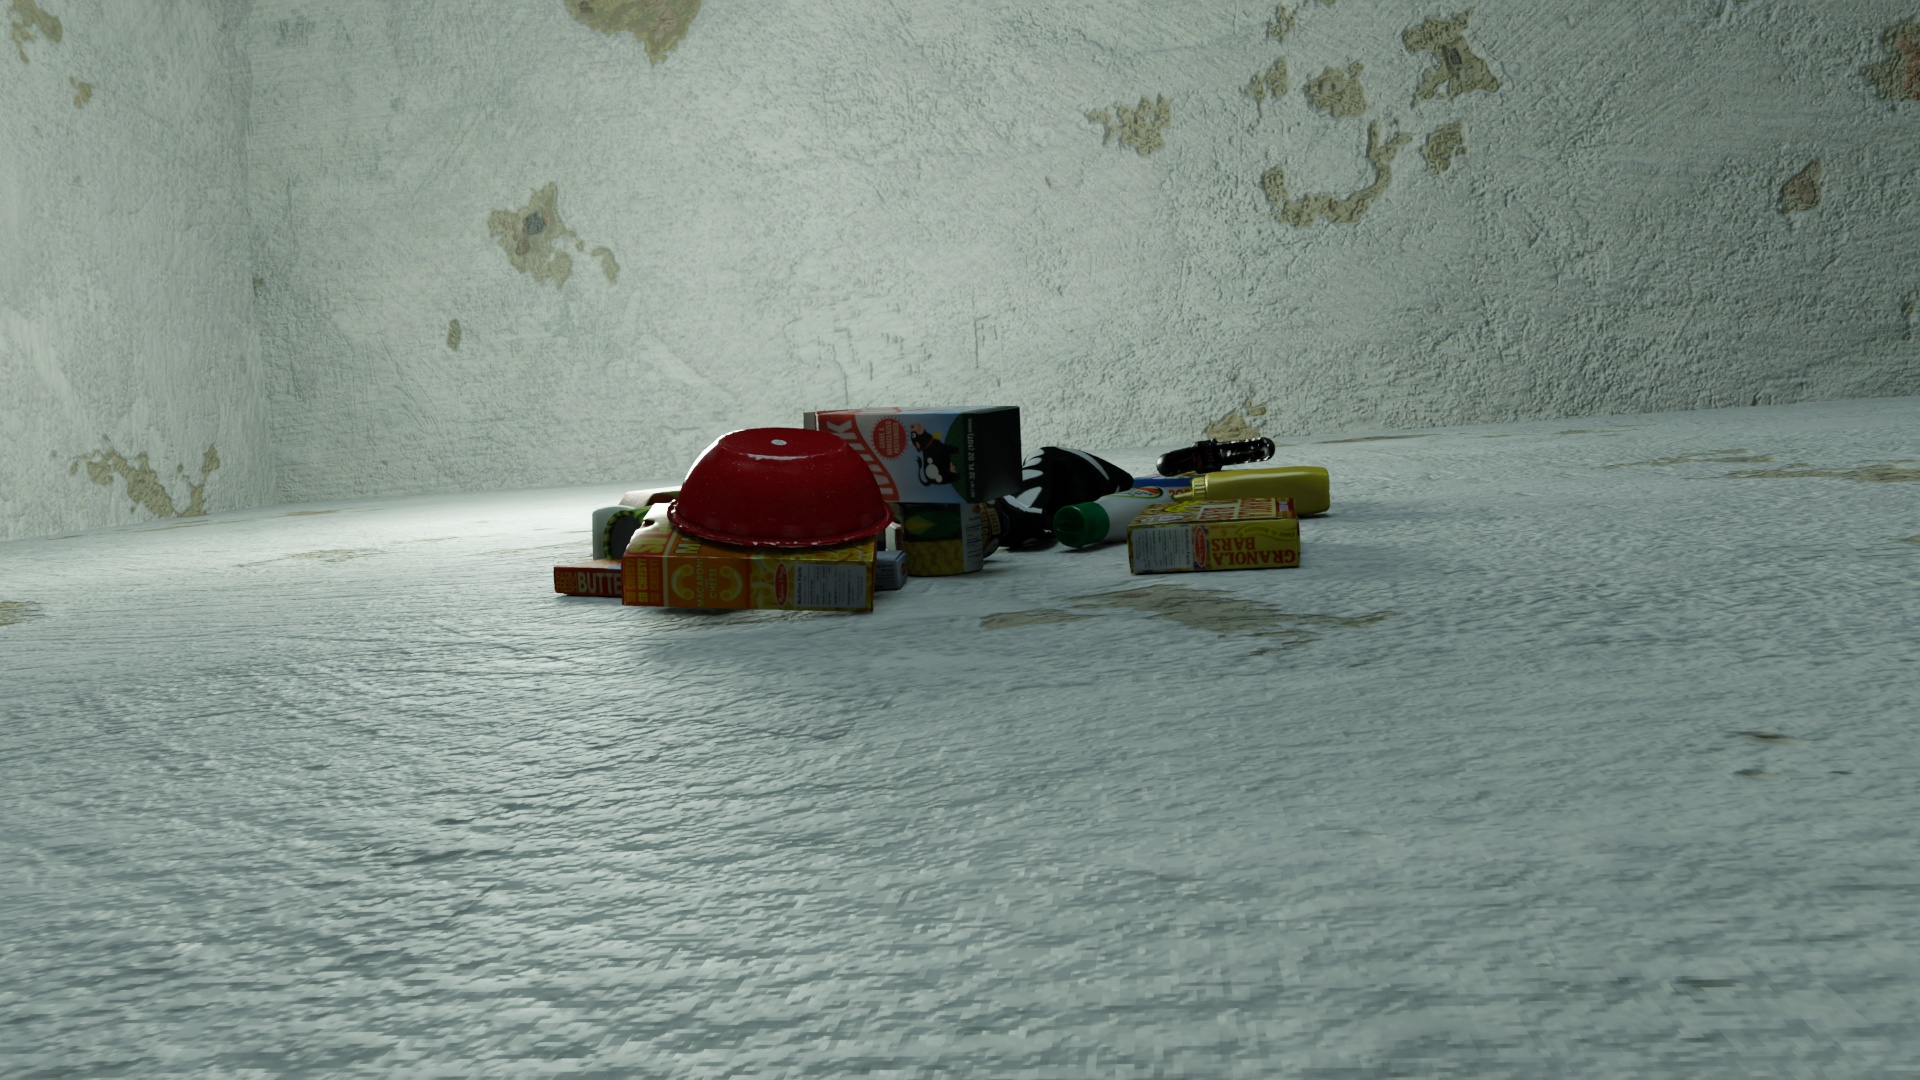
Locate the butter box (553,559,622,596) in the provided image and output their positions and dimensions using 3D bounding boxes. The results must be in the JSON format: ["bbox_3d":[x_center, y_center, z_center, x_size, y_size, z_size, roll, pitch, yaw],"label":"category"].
[{"bbox_3d":[-0.281,0.030,1.142,0.103,0.024,0.053,0,7,35],"label":"butter box"}]

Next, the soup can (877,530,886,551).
[{"bbox_3d":[-0.112,-0.006,1.191,0.084,0.071,0.071,-6,6,-15],"label":"soup can"}]

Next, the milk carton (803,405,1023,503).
[{"bbox_3d":[-0.050,-0.071,1.124,0.190,0.072,0.074,3,10,31],"label":"milk carton"}]

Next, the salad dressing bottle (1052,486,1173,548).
[{"bbox_3d":[0.138,-0.021,1.248,0.064,0.044,0.148,2,8,37],"label":"salad dressing bottle"}]

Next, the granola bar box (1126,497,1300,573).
[{"bbox_3d":[0.200,-0.006,1.087,0.124,0.039,0.166,-3,6,13],"label":"granola bar box"}]

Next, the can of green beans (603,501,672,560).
[{"bbox_3d":[-0.265,0.002,1.198,0.071,0.071,0.058,0,7,37],"label":"can of green beans"}]

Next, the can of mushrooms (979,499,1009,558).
[{"bbox_3d":[0.004,-0.015,1.175,0.071,0.071,0.033,1,8,42],"label":"can of mushrooms"}]

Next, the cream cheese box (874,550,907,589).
[{"bbox_3d":[-0.095,0.025,1.062,0.104,0.024,0.053,-4,5,4],"label":"cream cheese box"}]

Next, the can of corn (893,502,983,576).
[{"bbox_3d":[-0.018,-0.004,1.123,0.071,0.058,0.071,-4,6,1],"label":"can of corn"}]

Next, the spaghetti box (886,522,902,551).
[{"bbox_3d":[-0.055,-0.011,1.364,0.050,0.028,0.250,-5,6,-9],"label":"spaghetti box"}]

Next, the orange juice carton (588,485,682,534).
[{"bbox_3d":[-0.258,-0.017,1.355,0.193,0.073,0.072,-8,7,-33],"label":"orange juice carton"}]

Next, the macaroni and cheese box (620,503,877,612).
[{"bbox_3d":[-0.143,0.009,0.975,0.166,0.040,0.124,2,18,-3],"label":"macaroni and cheese box"}]

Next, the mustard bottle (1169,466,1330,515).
[{"bbox_3d":[0.280,-0.045,1.367,0.160,0.048,0.065,-4,5,12],"label":"mustard bottle"}]

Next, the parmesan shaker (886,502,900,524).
[{"bbox_3d":[-0.037,-0.050,1.255,0.071,0.071,0.103,-3,6,13],"label":"parmesan shaker"}]

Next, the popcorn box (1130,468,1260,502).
[{"bbox_3d":[0.259,-0.056,1.535,0.126,0.038,0.085,0,7,34],"label":"popcorn box"}]

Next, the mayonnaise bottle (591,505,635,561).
[{"bbox_3d":[-0.259,-0.001,1.267,0.148,0.064,0.041,-1,1,-14],"label":"mayonnaise bottle"}]
